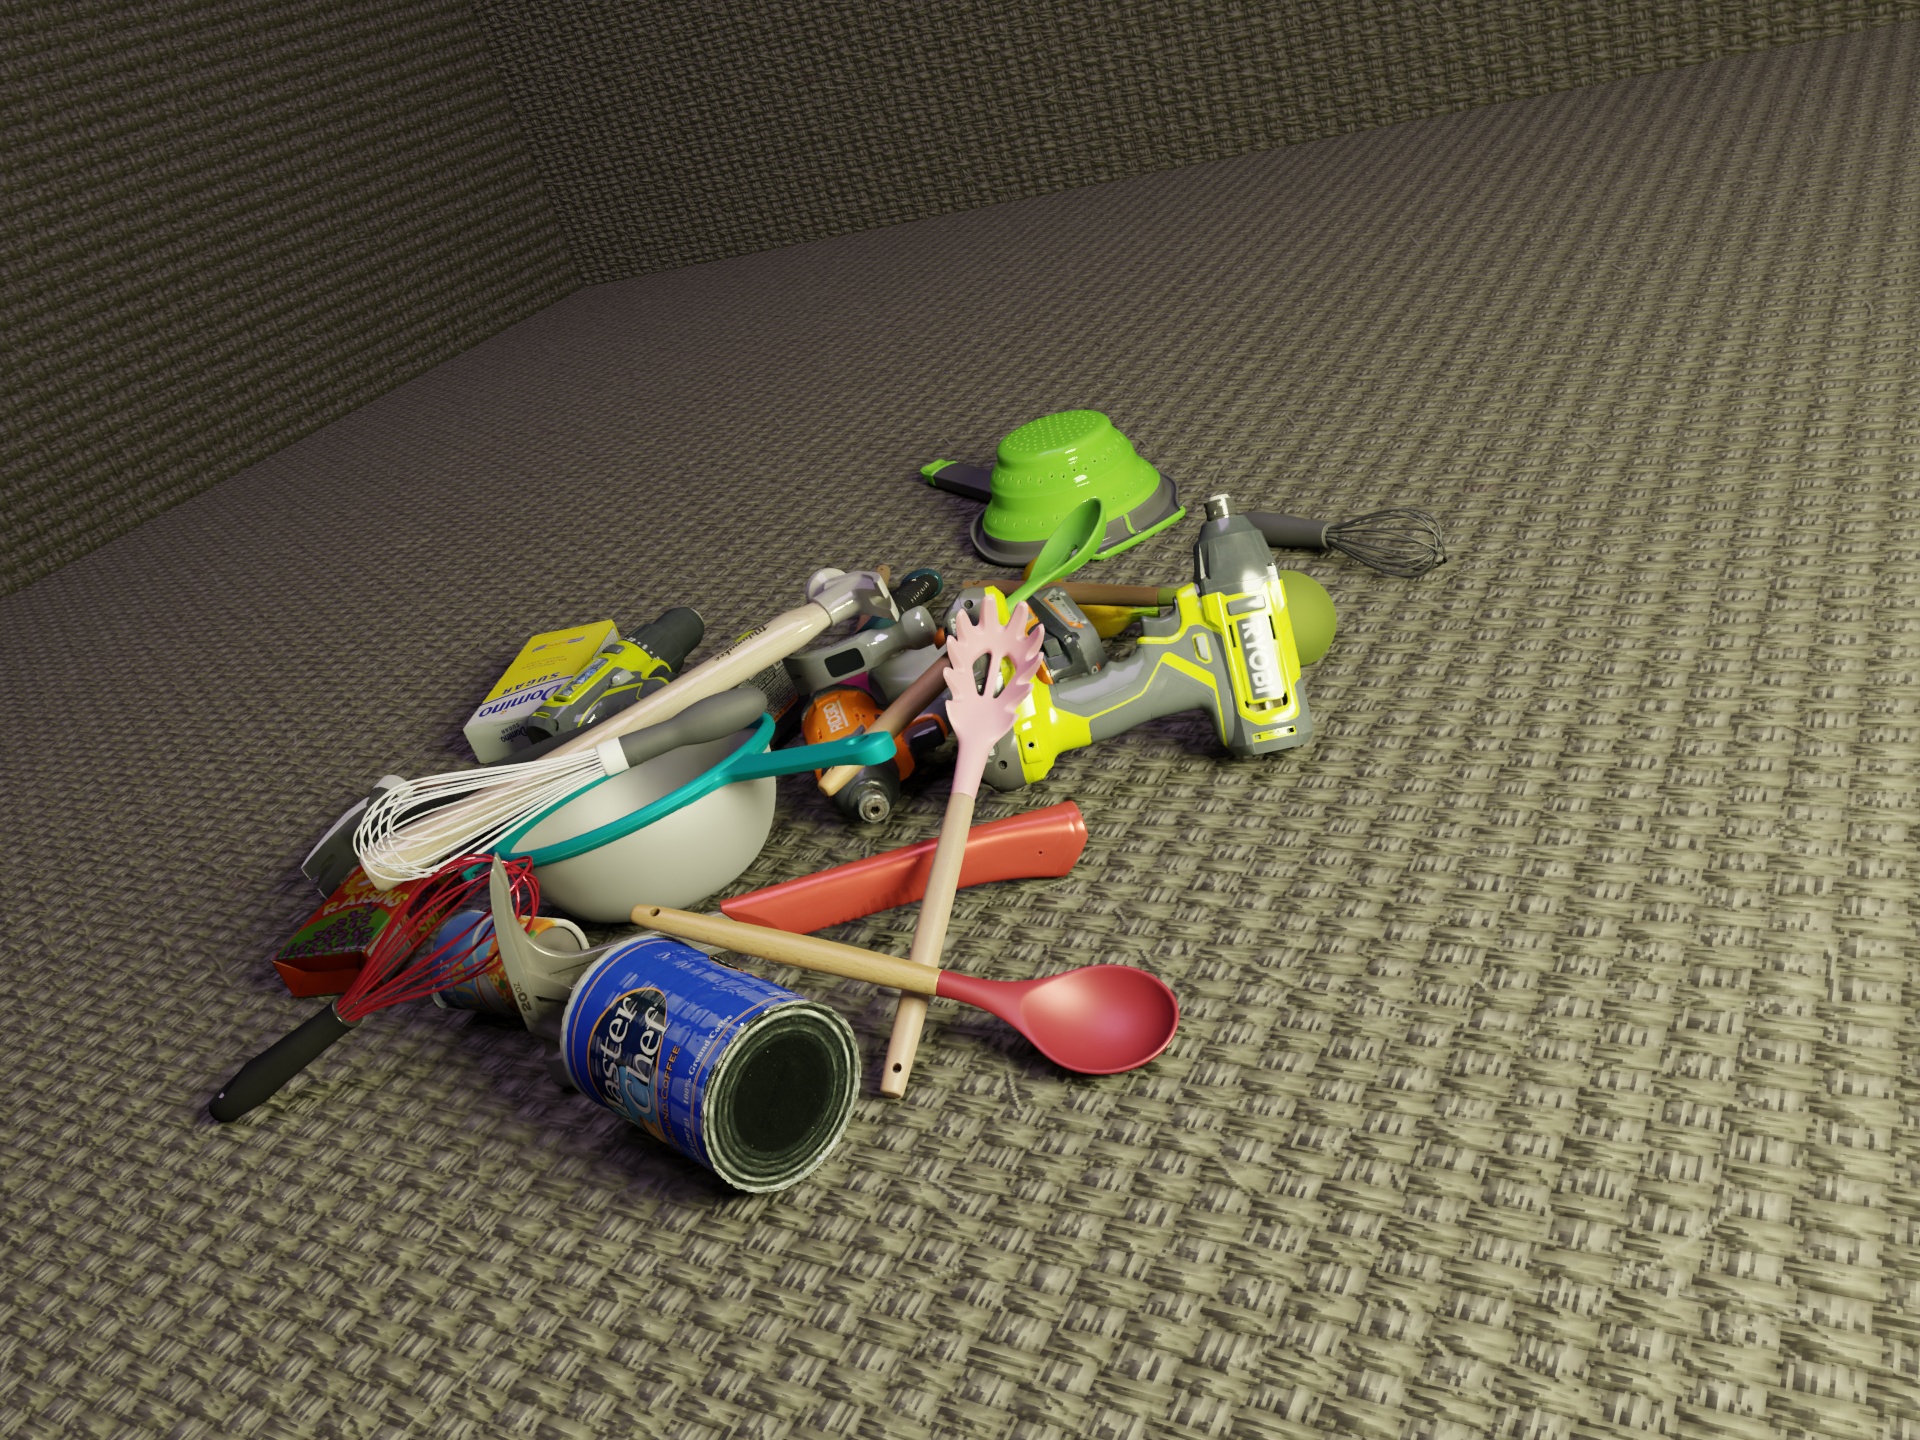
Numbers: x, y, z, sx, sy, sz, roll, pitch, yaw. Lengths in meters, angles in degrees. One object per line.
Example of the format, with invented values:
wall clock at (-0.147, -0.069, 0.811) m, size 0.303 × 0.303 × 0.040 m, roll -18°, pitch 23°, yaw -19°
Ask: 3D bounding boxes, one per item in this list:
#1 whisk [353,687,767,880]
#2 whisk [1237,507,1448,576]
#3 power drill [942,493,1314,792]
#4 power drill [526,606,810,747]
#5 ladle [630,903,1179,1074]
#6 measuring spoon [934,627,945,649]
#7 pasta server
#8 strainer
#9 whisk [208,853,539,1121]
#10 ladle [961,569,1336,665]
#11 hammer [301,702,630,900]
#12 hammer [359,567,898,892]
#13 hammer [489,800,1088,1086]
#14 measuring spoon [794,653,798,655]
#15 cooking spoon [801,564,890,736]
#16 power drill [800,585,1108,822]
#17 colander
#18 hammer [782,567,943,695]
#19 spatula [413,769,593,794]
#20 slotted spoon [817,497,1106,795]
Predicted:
whisk at (-0.262, 0.037, 1.060) m, size 0.284 × 0.070 × 0.070 m, roll -21°, pitch 27°, yaw -10°
whisk at (0.296, -0.150, 1.284) m, size 0.055 × 0.055 × 0.239 m, roll -32°, pitch 25°, yaw -24°
power drill at (0.107, -0.047, 1.053) m, size 0.223 × 0.171 × 0.080 m, roll -12°, pitch -2°, yaw 3°
power drill at (-0.238, -0.029, 1.349) m, size 0.229 × 0.080 × 0.190 m, roll 6°, pitch 43°, yaw 43°
ladle at (-0.037, 0.139, 0.874) m, size 0.315 × 0.031 × 0.069 m, roll 11°, pitch 48°, yaw 13°
measuring spoon at (-0.008, -0.070, 1.158) m, size 0.021 × 0.011 × 0.117 m, roll -43°, pitch 7°, yaw 12°
pasta server at (-0.005, 0.066, 0.936) m, size 0.060 × 0.040 × 0.316 m, roll 11°, pitch 61°, yaw 5°
strainer at (-0.160, 0.071, 1.063) m, size 0.340 × 0.095 × 0.211 m, roll -11°, pitch 19°, yaw 39°
whisk at (-0.376, 0.174, 1.010) m, size 0.296 × 0.073 × 0.073 m, roll -37°, pitch 23°, yaw 15°
ladle at (0.136, -0.087, 1.232) m, size 0.320 × 0.062 × 0.078 m, roll 6°, pitch 46°, yaw 36°
hammer at (-0.387, 0.054, 1.273) m, size 0.335 × 0.035 × 0.146 m, roll -19°, pitch 25°, yaw 27°
hammer at (-0.231, 0.004, 1.131) m, size 0.410 × 0.038 × 0.146 m, roll -32°, pitch 17°, yaw -15°
hammer at (-0.097, 0.105, 0.974) m, size 0.359 × 0.149 × 0.037 m, roll -16°, pitch 18°, yaw -9°
measuring spoon at (-0.155, -0.046, 1.413) m, size 0.129 × 0.021 × 0.042 m, roll 8°, pitch 33°, yaw 26°
cooking spoon at (-0.087, -0.063, 1.386) m, size 0.069 × 0.017 × 0.319 m, roll -7°, pitch 29°, yaw 9°
power drill at (-0.002, -0.004, 1.163) m, size 0.226 × 0.084 × 0.164 m, roll -24°, pitch 27°, yaw -1°
colander at (0.057, -0.255, 1.576) m, size 0.204 × 0.094 × 0.397 m, roll -29°, pitch 29°, yaw -20°
hammer at (-0.058, -0.084, 1.306) m, size 0.128 × 0.033 × 0.331 m, roll -22°, pitch 10°, yaw 13°
spatula at (-0.353, 0.046, 1.330) m, size 0.316 × 0.059 × 0.018 m, roll -6°, pitch 22°, yaw 34°
slotted spoon at (0.008, -0.054, 1.129) m, size 0.314 × 0.031 × 0.070 m, roll -45°, pitch 17°, yaw -25°
